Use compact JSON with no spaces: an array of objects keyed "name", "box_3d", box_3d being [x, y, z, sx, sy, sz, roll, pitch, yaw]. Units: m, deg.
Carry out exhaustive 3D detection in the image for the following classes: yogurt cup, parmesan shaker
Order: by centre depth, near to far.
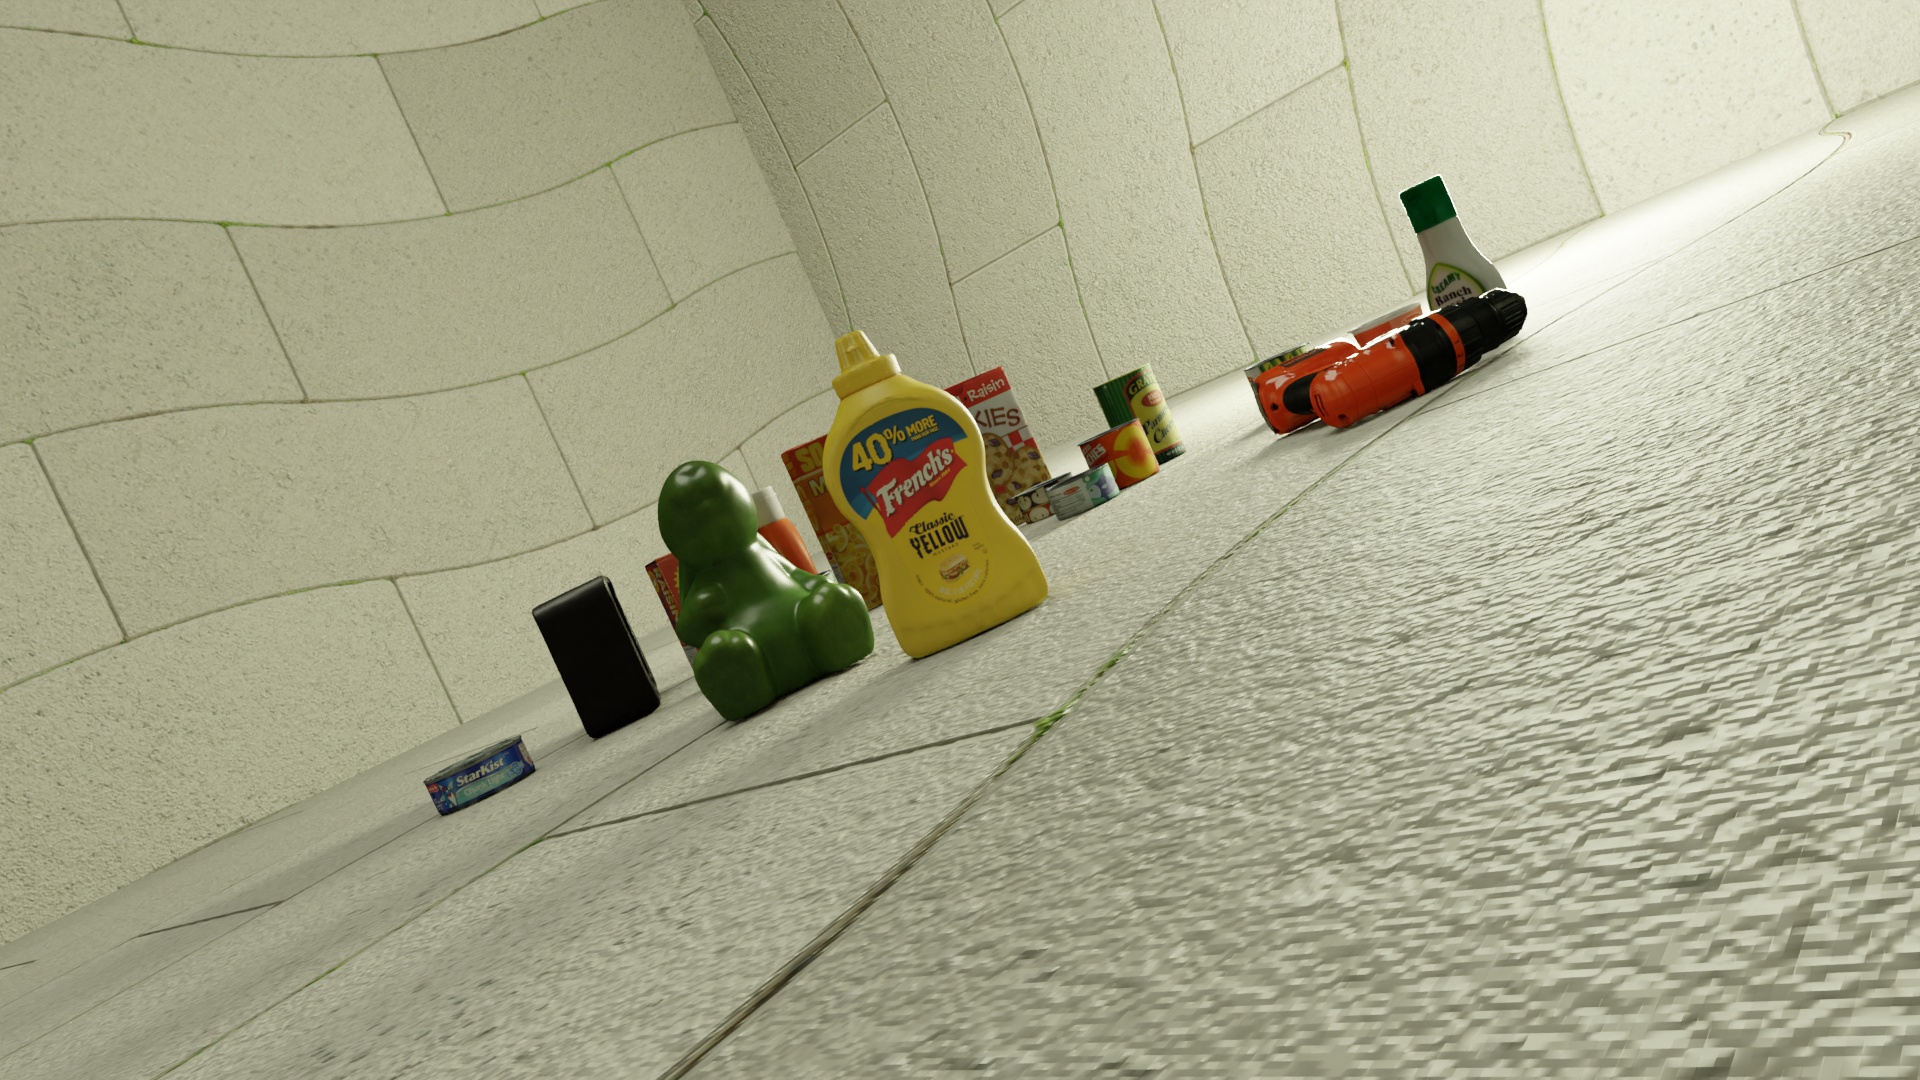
[{"name":"yogurt cup","box_3d":[0.407,-0.186,1.299,0.072,0.054,0.072,-24,3,2]},{"name":"parmesan shaker","box_3d":[0.194,-0.130,1.486,0.071,0.103,0.071,-24,3,2]}]

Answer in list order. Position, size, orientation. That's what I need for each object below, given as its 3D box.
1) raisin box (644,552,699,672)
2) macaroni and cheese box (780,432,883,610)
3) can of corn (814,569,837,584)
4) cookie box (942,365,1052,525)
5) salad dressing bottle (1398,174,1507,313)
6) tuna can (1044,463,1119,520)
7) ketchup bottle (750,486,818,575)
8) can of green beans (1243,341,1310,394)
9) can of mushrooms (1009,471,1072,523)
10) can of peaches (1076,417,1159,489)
[{"name":"raisin box","box_3d":[-0.217,0.059,1.244,0.086,0.123,0.040,-26,4,-31]},{"name":"macaroni and cheese box","box_3d":[-0.078,-0.031,1.306,0.124,0.166,0.040,-25,3,-18]},{"name":"can of corn","box_3d":[-0.118,0.062,1.088,0.071,0.058,0.071,-24,3,2]},{"name":"cookie box","box_3d":[0.022,-0.090,1.514,0.123,0.167,0.040,-25,3,-16]},{"name":"salad dressing bottle","box_3d":[0.411,-0.230,1.158,0.044,0.147,0.064,-27,4,-36]},{"name":"tuna can","box_3d":[0.118,-0.047,1.333,0.071,0.033,0.071,-24,3,2]},{"name":"ketchup bottle","box_3d":[-0.186,0.016,1.471,0.044,0.148,0.064,-26,4,-31]},{"name":"can of green beans","box_3d":[0.325,-0.157,1.387,0.071,0.058,0.071,-24,3,2]},{"name":"can of mushrooms","box_3d":[0.090,-0.044,1.462,0.071,0.033,0.071,-24,3,2]},{"name":"can of peaches","box_3d":[0.157,-0.082,1.389,0.071,0.058,0.071,-24,3,2]}]
